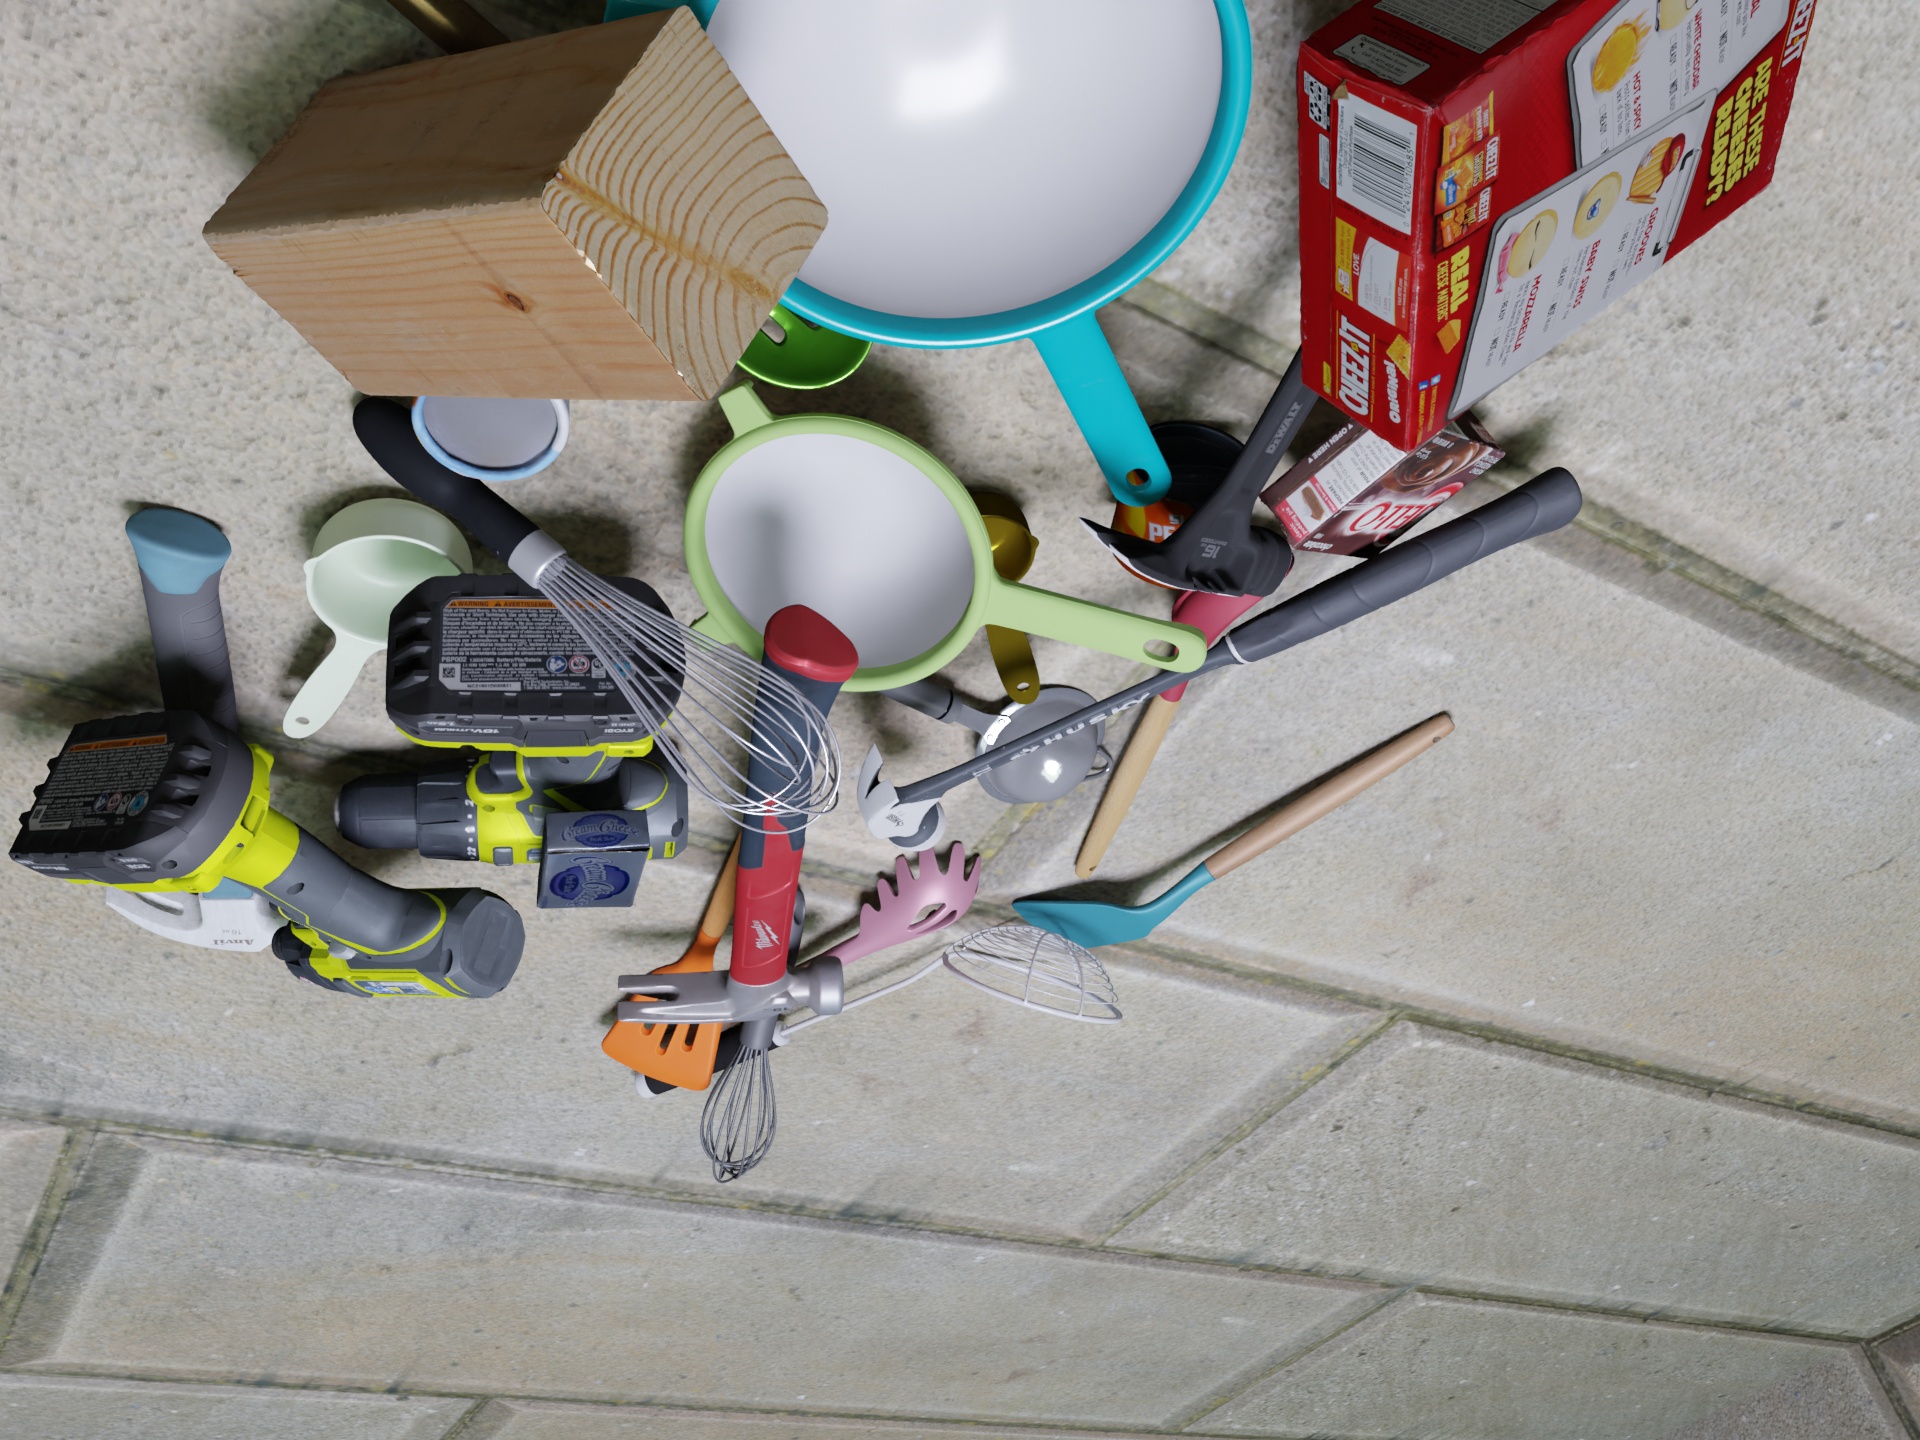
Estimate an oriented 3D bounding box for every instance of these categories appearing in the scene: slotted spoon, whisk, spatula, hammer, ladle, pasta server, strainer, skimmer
[{"bbox_3d":[-0.154,-0.238,0.631,0.070,0.031,0.313,-46,128,12],"label":"slotted spoon"},{"bbox_3d":[-0.165,-0.051,0.710,0.284,0.070,0.070,40,127,4],"label":"whisk"},{"bbox_3d":[-0.155,0.127,1.025,0.081,0.041,0.322,24,130,-5],"label":"spatula"},{"bbox_3d":[-0.120,0.071,0.876,0.143,0.038,0.386,-1,145,-11],"label":"hammer"},{"bbox_3d":[0.185,0.078,1.065,0.317,0.044,0.082,-34,133,17],"label":"spatula"},{"bbox_3d":[0.120,0.001,0.960,0.069,0.031,0.315,-10,143,-26],"label":"ladle"},{"bbox_3d":[-0.114,0.172,1.100,0.316,0.040,0.060,-31,135,26],"label":"pasta server"},{"bbox_3d":[-0.403,0.020,0.857,0.128,0.033,0.330,2,137,-16],"label":"hammer"},{"bbox_3d":[0.174,-0.201,0.673,0.127,0.034,0.336,3,125,-46],"label":"hammer"},{"bbox_3d":[-0.003,-0.079,0.776,0.256,0.069,0.151,15,128,-1],"label":"strainer"},{"bbox_3d":[-0.001,-0.003,0.920,0.258,0.050,0.087,25,112,-30],"label":"strainer"},{"bbox_3d":[0.130,-0.034,0.836,0.409,0.036,0.149,-25,166,5],"label":"hammer"},{"bbox_3d":[-0.066,0.229,1.122,0.363,0.090,0.127,-23,169,16],"label":"skimmer"},{"bbox_3d":[-0.136,0.215,1.081,0.055,0.055,0.239,7,113,-20],"label":"whisk"},{"bbox_3d":[0.021,-0.219,0.649,0.211,0.095,0.340,-18,145,15],"label":"strainer"}]

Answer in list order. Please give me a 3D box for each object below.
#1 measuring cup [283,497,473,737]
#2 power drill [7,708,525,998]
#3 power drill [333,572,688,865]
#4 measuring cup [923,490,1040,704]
[{"bbox_3d":[-0.304,-0.049,0.800,0.083,0.038,0.167,20,133,-34],"label":"measuring cup"},{"bbox_3d":[-0.364,0.085,0.839,0.171,0.080,0.223,-5,148,29],"label":"power drill"},{"bbox_3d":[-0.234,0.015,0.828,0.190,0.080,0.228,0,154,-14],"label":"power drill"},{"bbox_3d":[0.020,-0.064,0.866,0.062,0.029,0.156,-15,141,4],"label":"measuring cup"}]
